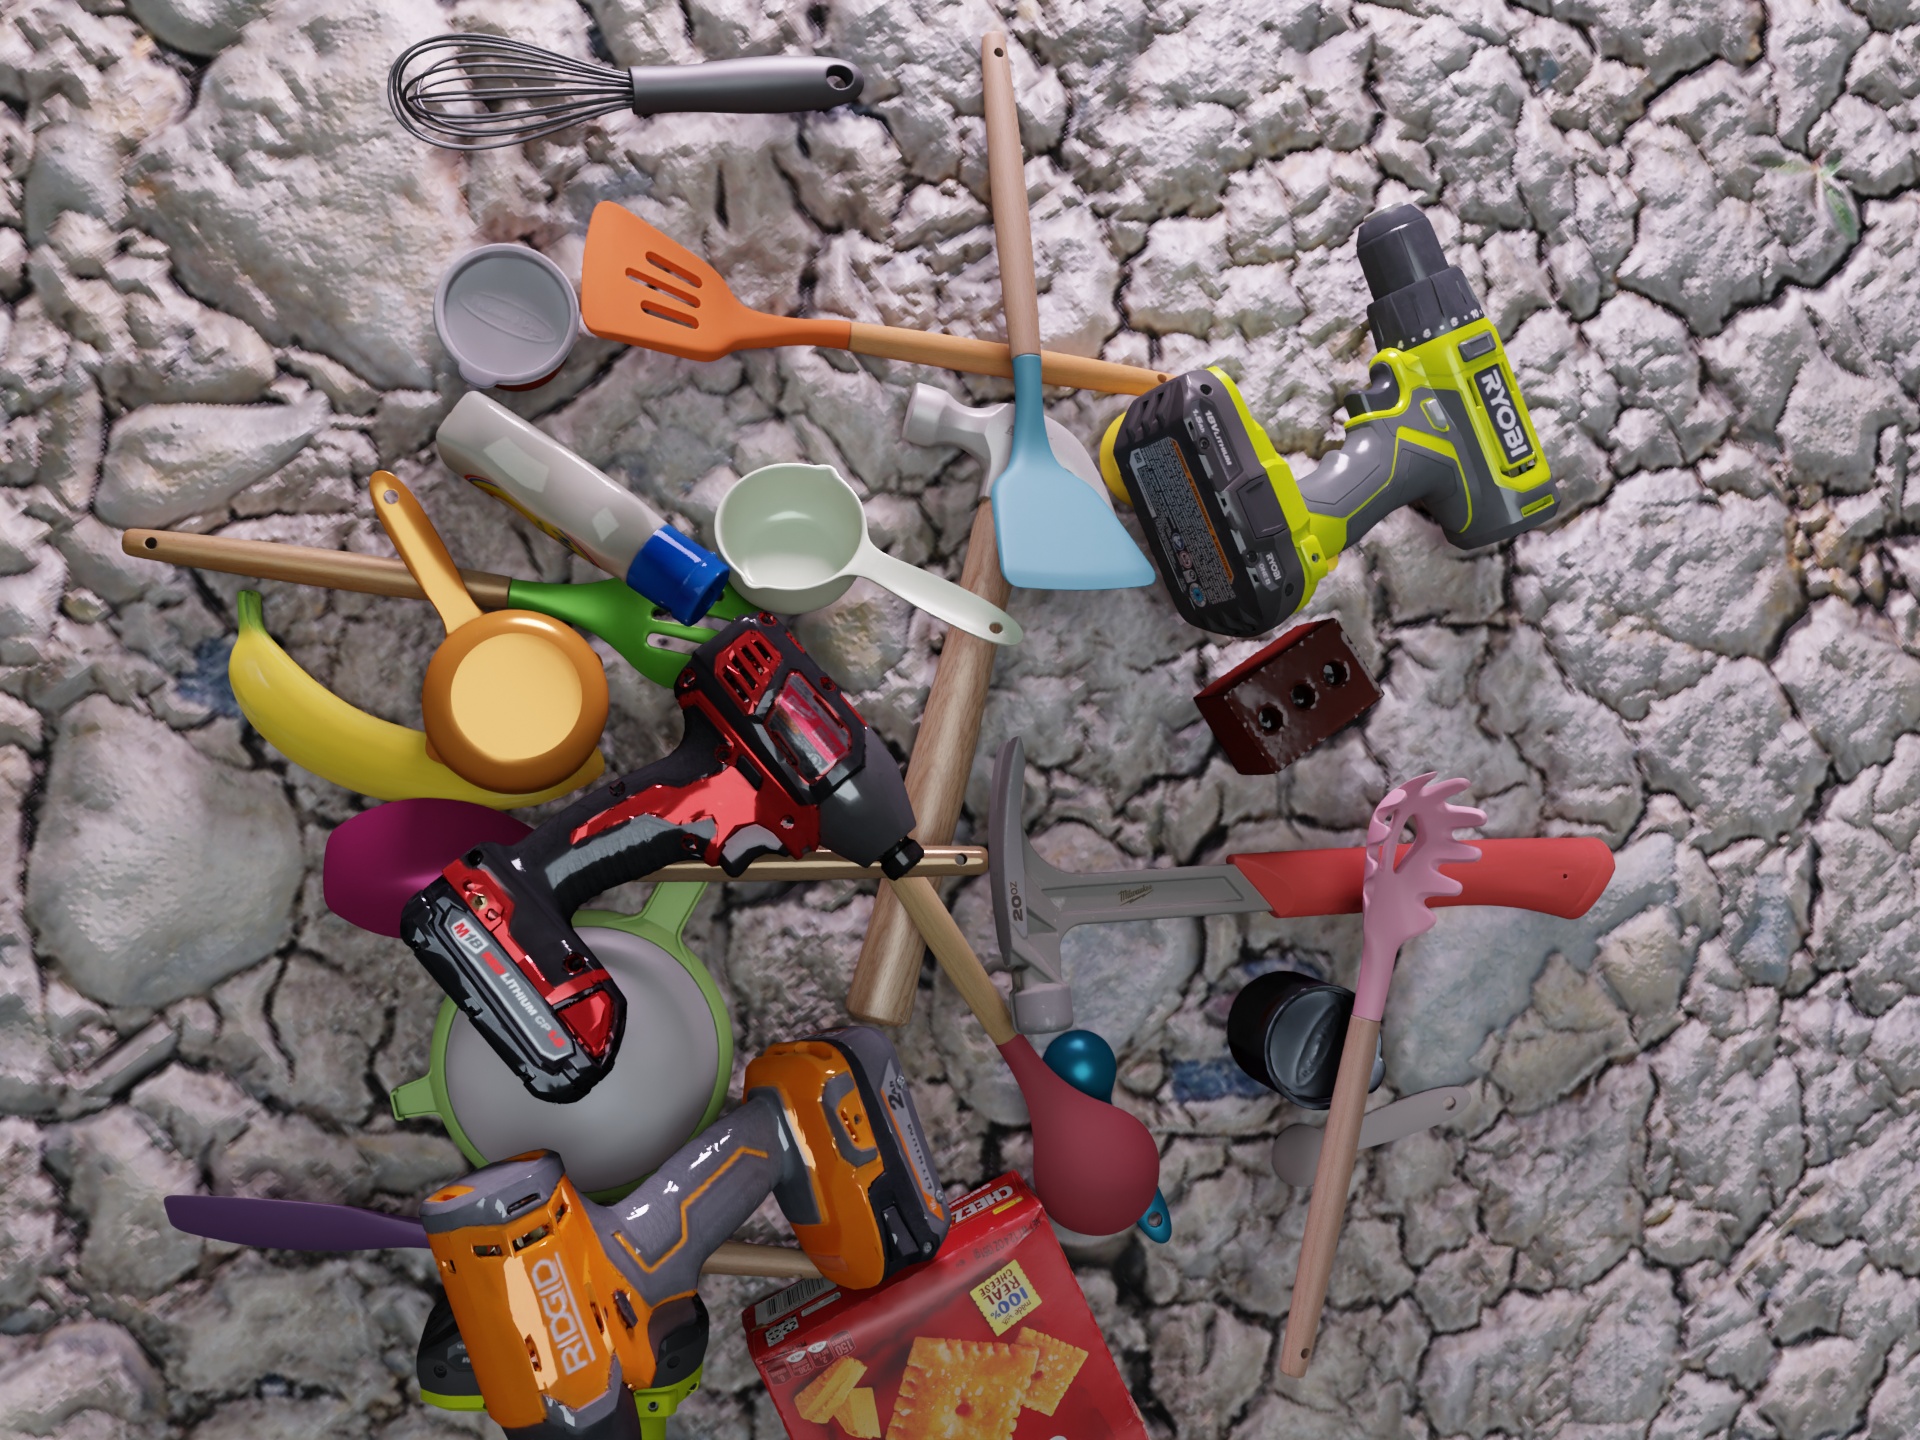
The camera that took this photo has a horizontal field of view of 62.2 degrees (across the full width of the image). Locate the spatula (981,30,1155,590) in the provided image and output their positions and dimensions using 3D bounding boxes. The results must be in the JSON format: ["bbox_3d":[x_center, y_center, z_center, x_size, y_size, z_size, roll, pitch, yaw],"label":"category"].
[{"bbox_3d":[0.037,-0.214,0.819,0.082,0.044,0.318,-2,80,-20],"label":"spatula"}]

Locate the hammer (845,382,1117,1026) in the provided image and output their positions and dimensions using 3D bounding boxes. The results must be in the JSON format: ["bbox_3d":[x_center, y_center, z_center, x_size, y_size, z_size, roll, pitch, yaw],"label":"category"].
[{"bbox_3d":[-0.001,-0.003,0.840,0.130,0.031,0.331,14,87,-10],"label":"hammer"}]

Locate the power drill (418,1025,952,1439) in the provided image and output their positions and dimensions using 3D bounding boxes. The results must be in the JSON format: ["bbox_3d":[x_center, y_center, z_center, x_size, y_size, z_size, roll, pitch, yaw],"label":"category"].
[{"bbox_3d":[-0.116,0.249,0.729,0.226,0.084,0.164,-19,89,-40],"label":"power drill"}]

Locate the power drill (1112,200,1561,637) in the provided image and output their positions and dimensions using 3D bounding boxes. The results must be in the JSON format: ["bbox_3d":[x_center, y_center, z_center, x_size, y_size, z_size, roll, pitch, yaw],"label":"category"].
[{"bbox_3d":[0.200,-0.159,0.843,0.228,0.080,0.190,-26,96,-23],"label":"power drill"}]

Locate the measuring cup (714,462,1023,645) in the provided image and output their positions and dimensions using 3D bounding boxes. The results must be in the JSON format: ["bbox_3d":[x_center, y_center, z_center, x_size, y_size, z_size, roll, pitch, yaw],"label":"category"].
[{"bbox_3d":[-0.046,-0.070,0.805,0.167,0.038,0.083,26,64,6],"label":"measuring cup"}]

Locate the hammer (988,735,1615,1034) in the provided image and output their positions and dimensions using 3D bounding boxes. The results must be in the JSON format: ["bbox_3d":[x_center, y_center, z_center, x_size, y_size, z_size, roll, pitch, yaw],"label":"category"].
[{"bbox_3d":[0.190,0.077,0.853,0.359,0.037,0.149,-2,84,-17],"label":"hammer"}]

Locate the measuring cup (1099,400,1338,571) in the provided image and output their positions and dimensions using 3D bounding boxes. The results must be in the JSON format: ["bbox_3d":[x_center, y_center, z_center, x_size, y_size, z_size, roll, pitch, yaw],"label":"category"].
[{"bbox_3d":[0.143,-0.121,0.876,0.156,0.029,0.062,28,81,-21],"label":"measuring cup"}]

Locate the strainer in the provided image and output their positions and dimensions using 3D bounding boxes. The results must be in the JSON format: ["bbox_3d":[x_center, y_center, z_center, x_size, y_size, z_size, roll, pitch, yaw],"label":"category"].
[{"bbox_3d":[-0.161,0.126,0.789,0.151,0.069,0.256,30,86,-9],"label":"strainer"}]

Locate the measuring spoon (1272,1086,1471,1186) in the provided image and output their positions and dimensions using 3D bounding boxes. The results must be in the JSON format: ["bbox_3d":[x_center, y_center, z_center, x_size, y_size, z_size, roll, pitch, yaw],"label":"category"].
[{"bbox_3d":[0.233,0.230,0.890,0.124,0.018,0.034,-16,93,-11],"label":"measuring spoon"}]

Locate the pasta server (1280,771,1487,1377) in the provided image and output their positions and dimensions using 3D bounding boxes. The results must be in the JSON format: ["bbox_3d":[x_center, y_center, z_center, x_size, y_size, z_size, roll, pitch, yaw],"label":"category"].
[{"bbox_3d":[0.207,0.181,0.815,0.060,0.040,0.316,14,87,-21],"label":"pasta server"}]

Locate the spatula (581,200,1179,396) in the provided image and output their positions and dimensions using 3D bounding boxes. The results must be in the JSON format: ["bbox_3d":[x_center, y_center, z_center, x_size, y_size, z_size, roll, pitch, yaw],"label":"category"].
[{"bbox_3d":[-0.033,-0.202,0.829,0.322,0.041,0.081,6,66,-12],"label":"spatula"}]

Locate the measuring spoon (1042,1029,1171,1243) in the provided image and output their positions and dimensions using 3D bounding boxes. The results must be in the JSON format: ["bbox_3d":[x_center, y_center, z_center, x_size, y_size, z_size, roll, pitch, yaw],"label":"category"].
[{"bbox_3d":[0.085,0.228,0.859,0.042,0.021,0.128,-27,93,-10],"label":"measuring spoon"}]

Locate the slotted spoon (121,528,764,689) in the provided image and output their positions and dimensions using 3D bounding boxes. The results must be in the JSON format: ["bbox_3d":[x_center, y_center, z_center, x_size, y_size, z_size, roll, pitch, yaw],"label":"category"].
[{"bbox_3d":[-0.252,-0.065,0.795,0.313,0.031,0.070,8,83,-9],"label":"slotted spoon"}]

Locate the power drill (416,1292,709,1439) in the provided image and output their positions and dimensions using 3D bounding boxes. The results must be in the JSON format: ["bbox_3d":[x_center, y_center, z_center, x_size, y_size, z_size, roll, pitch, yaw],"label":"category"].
[{"bbox_3d":[-0.204,0.390,0.778,0.171,0.080,0.223,2,93,-12],"label":"power drill"}]

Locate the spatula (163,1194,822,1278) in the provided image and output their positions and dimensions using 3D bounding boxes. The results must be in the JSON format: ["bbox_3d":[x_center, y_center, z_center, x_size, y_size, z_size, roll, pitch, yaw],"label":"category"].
[{"bbox_3d":[-0.224,0.258,0.787,0.316,0.059,0.018,8,49,-10],"label":"spatula"}]

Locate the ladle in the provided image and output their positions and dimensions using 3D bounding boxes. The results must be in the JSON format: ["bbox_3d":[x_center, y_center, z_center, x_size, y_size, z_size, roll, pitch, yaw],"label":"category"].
[{"bbox_3d":[0.012,0.141,0.819,0.069,0.031,0.315,-34,100,-8],"label":"ladle"}]

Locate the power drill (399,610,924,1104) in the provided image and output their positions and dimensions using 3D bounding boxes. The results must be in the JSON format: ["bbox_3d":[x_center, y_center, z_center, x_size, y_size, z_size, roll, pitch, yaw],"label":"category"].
[{"bbox_3d":[-0.129,0.067,0.730,0.219,0.078,0.143,-41,89,-12],"label":"power drill"}]

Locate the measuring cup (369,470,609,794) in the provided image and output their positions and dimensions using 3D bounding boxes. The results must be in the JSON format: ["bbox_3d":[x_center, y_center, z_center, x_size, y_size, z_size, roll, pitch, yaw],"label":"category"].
[{"bbox_3d":[-0.232,-0.046,0.753,0.095,0.052,0.173,-31,97,-17],"label":"measuring cup"}]

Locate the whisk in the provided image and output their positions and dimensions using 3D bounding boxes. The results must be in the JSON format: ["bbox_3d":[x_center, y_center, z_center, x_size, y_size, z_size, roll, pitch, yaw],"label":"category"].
[{"bbox_3d":[-0.165,-0.322,0.806,0.239,0.055,0.055,-8,91,-15],"label":"whisk"}]

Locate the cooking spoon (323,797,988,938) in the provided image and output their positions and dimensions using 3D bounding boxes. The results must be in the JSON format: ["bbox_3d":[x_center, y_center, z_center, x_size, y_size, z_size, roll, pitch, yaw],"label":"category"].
[{"bbox_3d":[-0.145,0.070,0.773,0.319,0.017,0.069,0,80,-6],"label":"cooking spoon"}]
